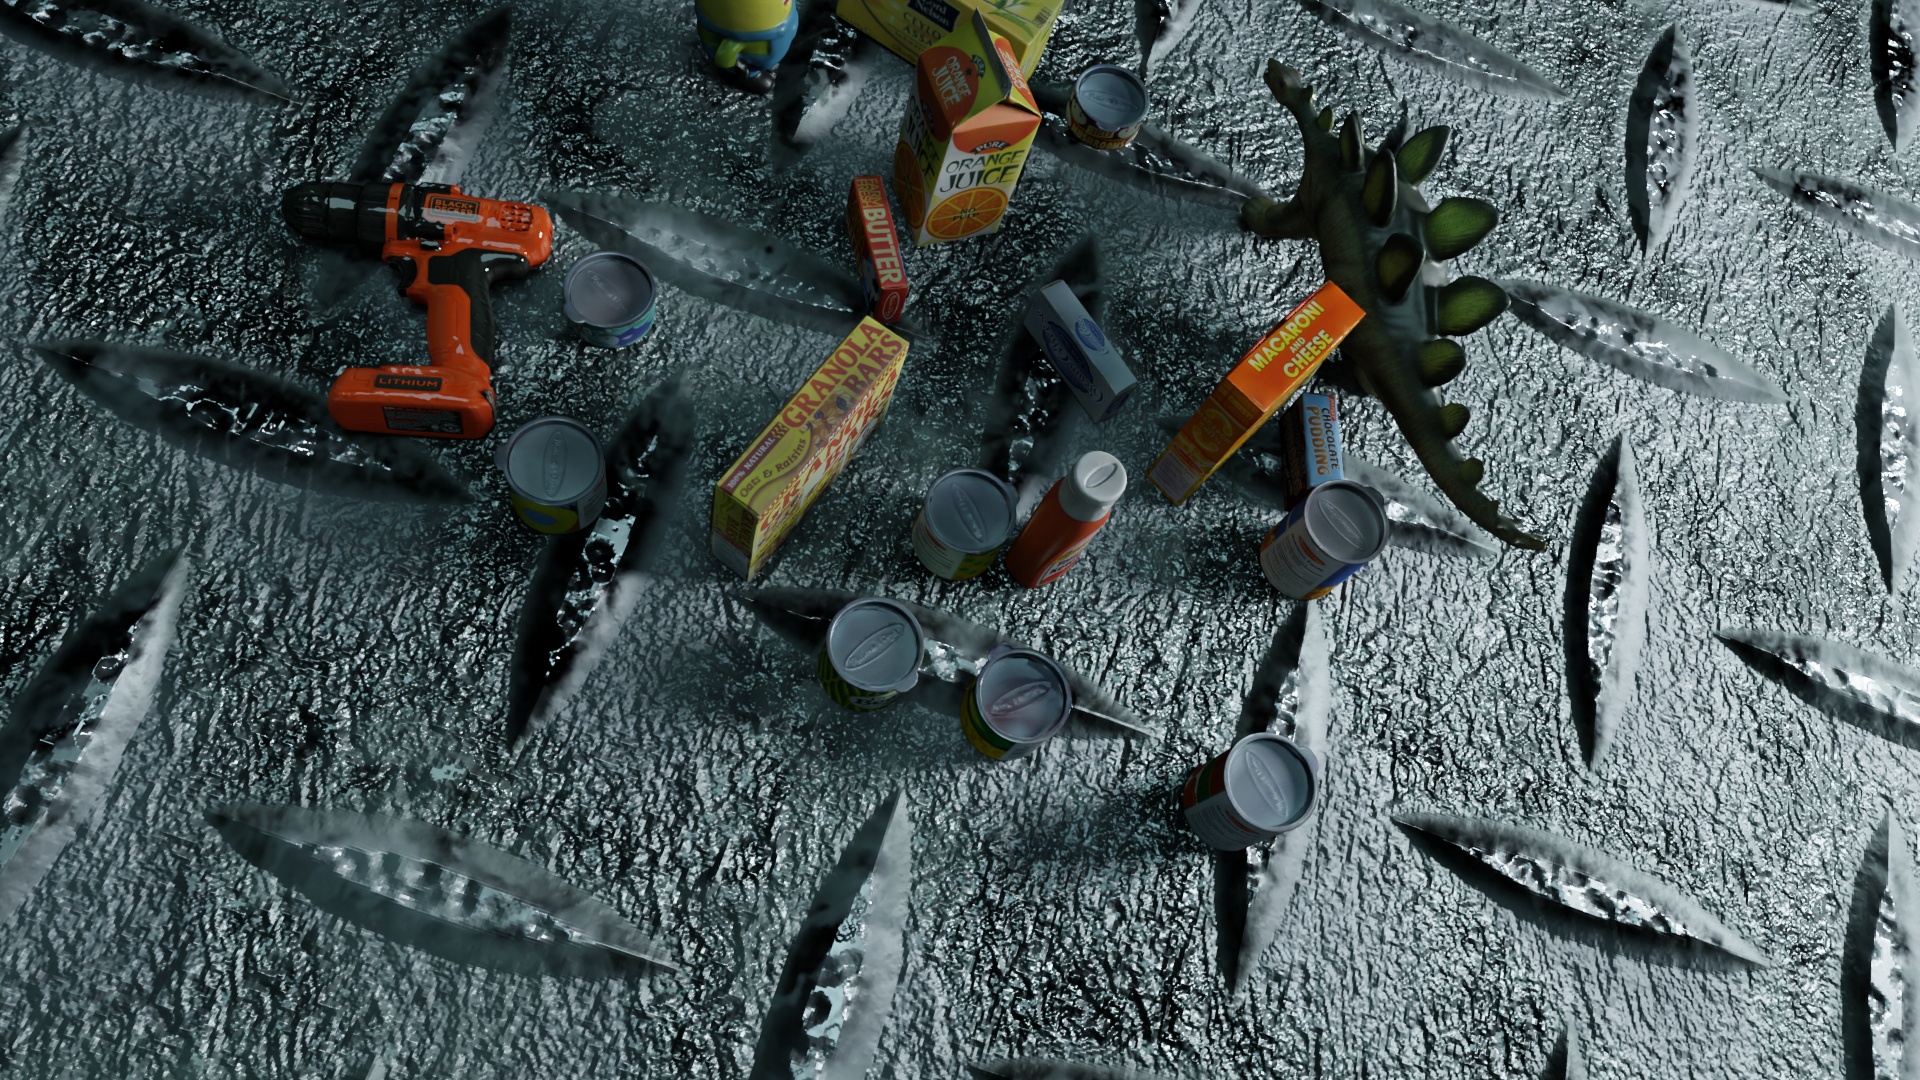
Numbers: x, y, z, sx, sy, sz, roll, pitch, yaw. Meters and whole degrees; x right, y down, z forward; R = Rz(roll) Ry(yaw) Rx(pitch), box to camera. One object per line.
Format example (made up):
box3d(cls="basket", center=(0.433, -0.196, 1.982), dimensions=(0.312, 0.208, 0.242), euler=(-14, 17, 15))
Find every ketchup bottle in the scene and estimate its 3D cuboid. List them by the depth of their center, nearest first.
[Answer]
box3d(cls="ketchup bottle", center=(0.075, -0.016, 0.963), dimensions=(0.065, 0.148, 0.043), euler=(-37, 80, -23))

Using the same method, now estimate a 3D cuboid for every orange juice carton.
box3d(cls="orange juice carton", center=(0.004, -0.307, 1.043), dimensions=(0.073, 0.192, 0.072), euler=(-14, 72, -17))

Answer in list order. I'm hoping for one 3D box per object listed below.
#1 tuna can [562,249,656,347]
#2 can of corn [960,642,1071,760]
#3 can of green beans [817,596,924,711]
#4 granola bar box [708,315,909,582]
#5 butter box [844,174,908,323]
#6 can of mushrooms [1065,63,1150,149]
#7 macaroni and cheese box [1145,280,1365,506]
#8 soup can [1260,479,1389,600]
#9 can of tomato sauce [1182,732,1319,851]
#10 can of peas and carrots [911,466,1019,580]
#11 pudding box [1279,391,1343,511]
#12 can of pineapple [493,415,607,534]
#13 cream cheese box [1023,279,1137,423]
box3d(cls="tuna can", center=(-0.259, -0.175, 1.019), dimensions=(0.071, 0.032, 0.071), euler=(4, 67, -11))
box3d(cls="can of corn", center=(0.035, 0.111, 0.952), dimensions=(0.071, 0.058, 0.071), euler=(4, 67, -11))
box3d(cls="can of green beans", center=(-0.062, 0.078, 0.944), dimensions=(0.071, 0.057, 0.071), euler=(4, 67, -11))
box3d(cls="granola bar box", center=(-0.107, -0.062, 0.956), dimensions=(0.039, 0.123, 0.166), euler=(36, 65, 3))
box3d(cls="butter box", center=(-0.065, -0.225, 1.071), dimensions=(0.024, 0.053, 0.104), euler=(-9, 70, -15))
box3d(cls="can of mushrooms", center=(0.124, -0.367, 1.182), dimensions=(0.071, 0.033, 0.071), euler=(4, 67, -11))
box3d(cls="macaroni and cheese box", center=(0.212, -0.105, 1.020), dimensions=(0.040, 0.165, 0.124), euler=(45, 66, 7))
box3d(cls="soup can", center=(0.272, 0.000, 1.036), dimensions=(0.071, 0.083, 0.071), euler=(4, 68, -11))
box3d(cls="can of tomato sauce", center=(0.198, 0.172, 0.949), dimensions=(0.071, 0.082, 0.071), euler=(4, 68, -11))
box3d(cls="can of peas and carrots", center=(0.004, -0.012, 0.996), dimensions=(0.071, 0.058, 0.071), euler=(4, 67, -11))
box3d(cls="pudding box", center=(0.273, -0.068, 1.083), dimensions=(0.030, 0.049, 0.084), euler=(6, 67, -10))
box3d(cls="can of pineapple", center=(-0.277, -0.044, 0.947), dimensions=(0.071, 0.057, 0.071), euler=(4, 67, -11))
box3d(cls="cream cheese box", center=(0.092, -0.145, 1.073), dimensions=(0.024, 0.053, 0.104), euler=(-30, 77, -21))
